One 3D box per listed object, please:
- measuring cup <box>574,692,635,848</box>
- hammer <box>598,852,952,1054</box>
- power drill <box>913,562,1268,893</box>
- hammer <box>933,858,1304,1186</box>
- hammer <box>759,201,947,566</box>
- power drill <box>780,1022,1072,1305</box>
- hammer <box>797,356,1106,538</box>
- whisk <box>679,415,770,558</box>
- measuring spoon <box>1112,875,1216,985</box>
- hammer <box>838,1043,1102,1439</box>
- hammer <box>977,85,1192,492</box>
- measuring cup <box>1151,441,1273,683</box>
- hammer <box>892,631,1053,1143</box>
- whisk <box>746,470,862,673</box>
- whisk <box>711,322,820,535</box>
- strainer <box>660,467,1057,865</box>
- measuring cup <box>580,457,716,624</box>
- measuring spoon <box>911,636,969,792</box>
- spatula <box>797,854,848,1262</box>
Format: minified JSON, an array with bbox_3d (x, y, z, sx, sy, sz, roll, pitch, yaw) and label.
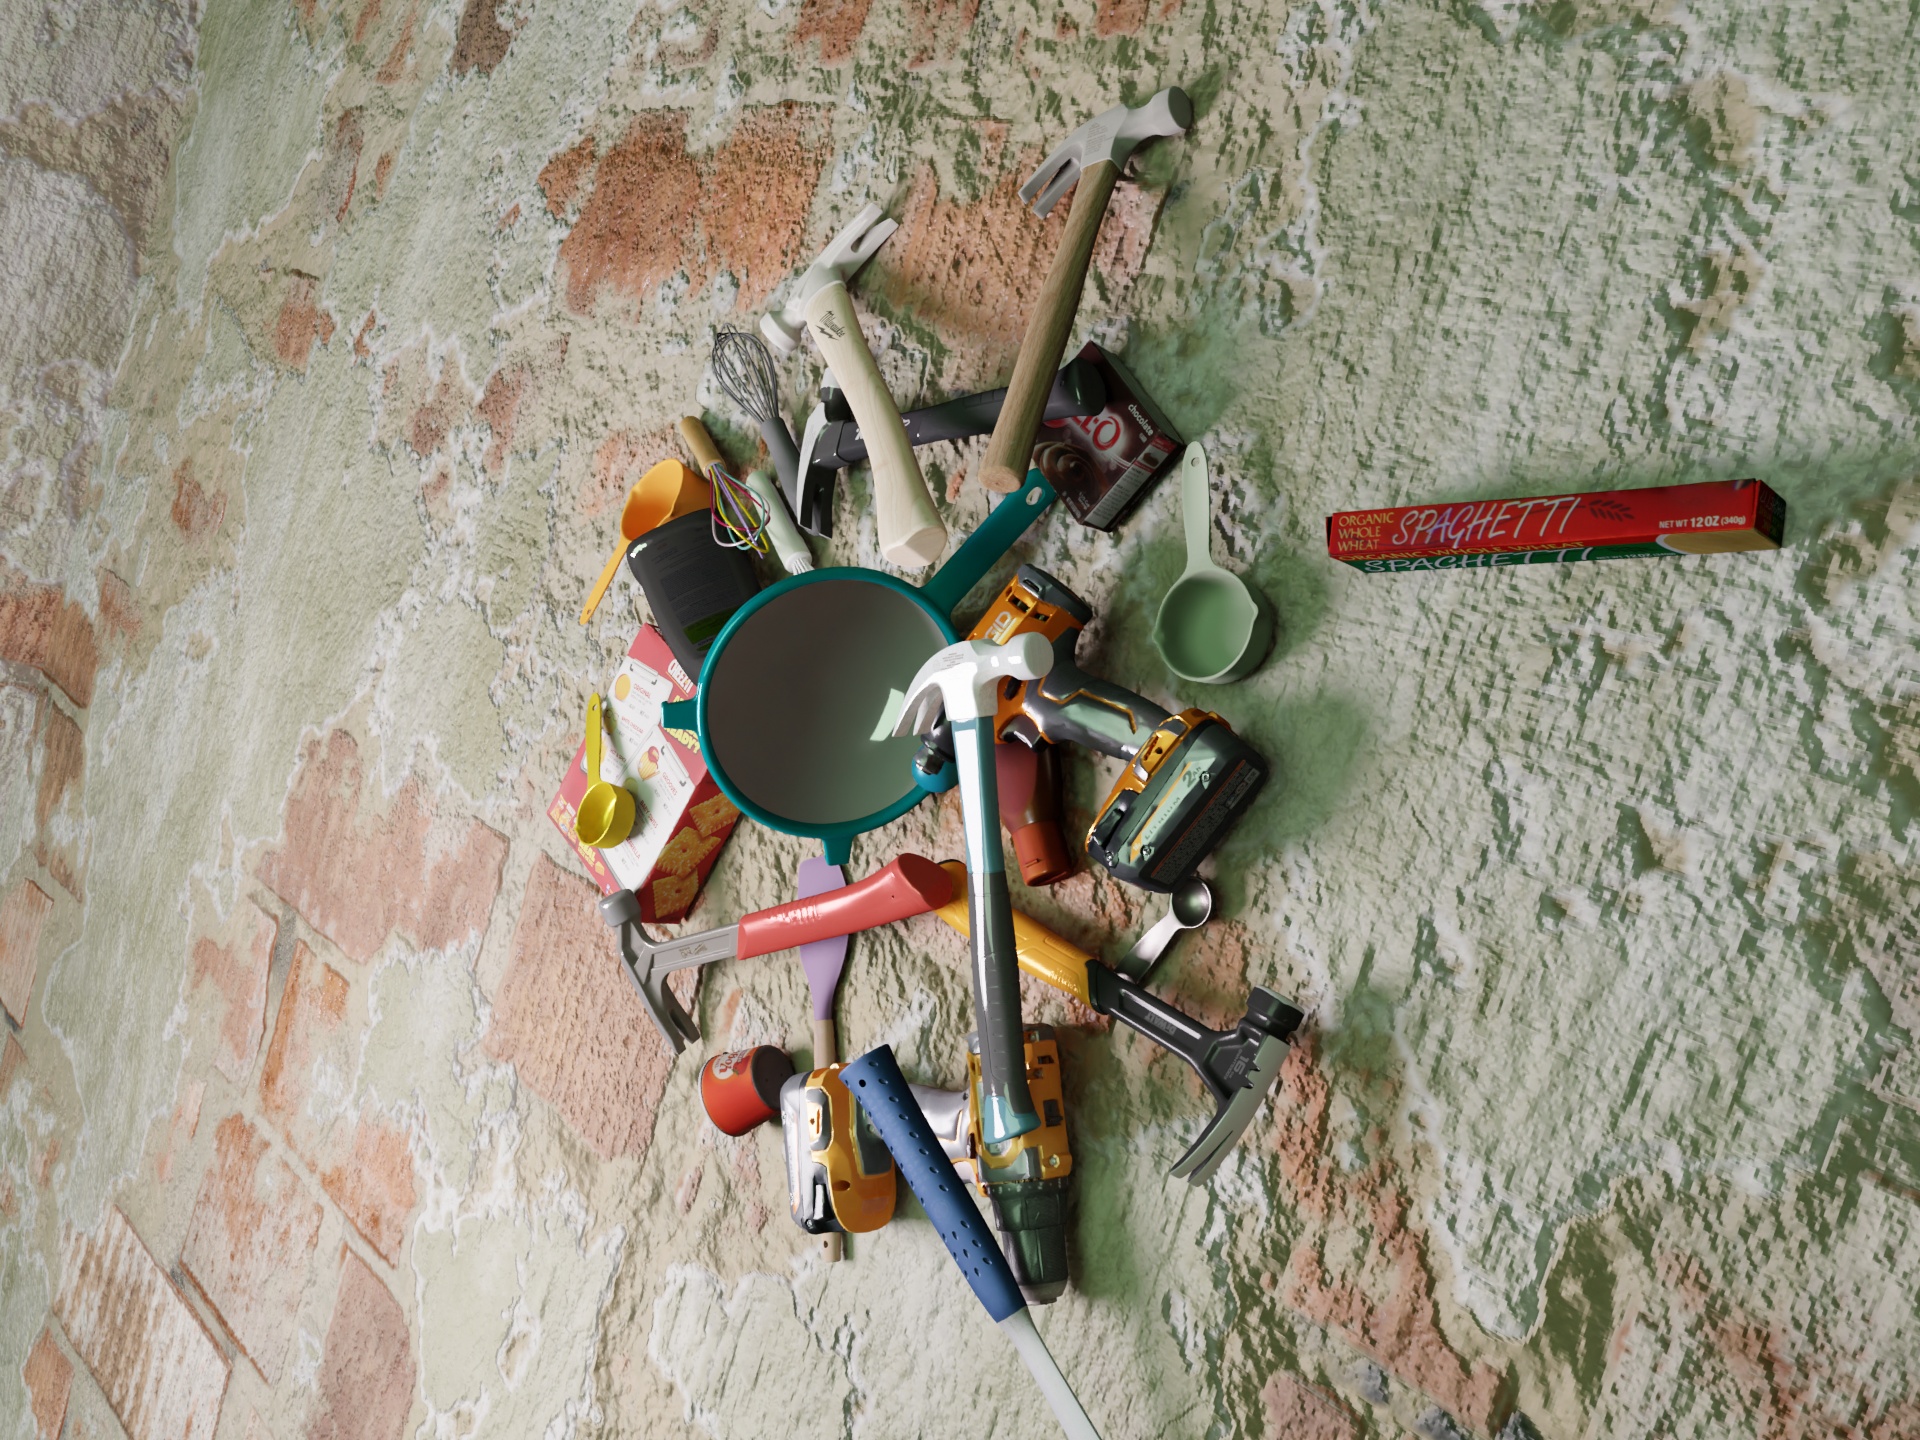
[{"bbox_3d":[-0.310,0.043,1.392,0.062,0.029,0.157,-35,49,31],"label":"measuring cup"},{"bbox_3d":[-0.143,0.173,1.252,0.359,0.037,0.149,-19,101,39],"label":"hammer"},{"bbox_3d":[0.074,0.016,1.070,0.227,0.084,0.164,42,97,32],"label":"power drill"},{"bbox_3d":[0.074,0.178,1.074,0.337,0.034,0.127,26,84,49],"label":"hammer"},{"bbox_3d":[-0.066,-0.259,1.229,0.146,0.038,0.411,-43,40,20],"label":"hammer"},{"bbox_3d":[-0.018,0.321,1.133,0.226,0.084,0.185,-17,73,35],"label":"power drill"},{"bbox_3d":[-0.016,-0.224,1.222,0.335,0.035,0.146,1,74,49],"label":"hammer"},{"bbox_3d":[-0.213,-0.214,1.403,0.245,0.047,0.051,57,137,49],"label":"whisk"},{"bbox_3d":[0.133,0.151,1.069,0.124,0.018,0.034,-55,49,30],"label":"measuring spoon"},{"bbox_3d":[0.044,0.391,1.028,0.144,0.035,0.406,-42,71,27],"label":"hammer"},{"bbox_3d":[0.070,-0.303,1.125,0.130,0.031,0.331,-6,58,44],"label":"hammer"},{"bbox_3d":[0.170,-0.105,1.065,0.083,0.038,0.168,-14,71,40],"label":"measuring cup"},{"bbox_3d":[0.019,0.113,1.043,0.128,0.033,0.331,-5,90,46],"label":"hammer"},{"bbox_3d":[-0.134,-0.129,1.346,0.059,0.057,0.247,-27,56,-2],"label":"whisk"},{"bbox_3d":[-0.167,-0.256,1.397,0.055,0.055,0.239,-40,62,30],"label":"whisk"},{"bbox_3d":[-0.060,-0.070,1.213,0.340,0.210,0.095,-47,26,0],"label":"strainer"},{"bbox_3d":[-0.286,-0.153,1.458,0.095,0.052,0.173,32,92,51],"label":"measuring cup"},{"bbox_3d":[-0.002,-0.004,1.190,0.021,0.042,0.128,-136,60,-65],"label":"measuring spoon"},{"bbox_3d":[-0.106,0.263,1.261,0.060,0.018,0.316,-15,72,39],"label":"spatula"}]
